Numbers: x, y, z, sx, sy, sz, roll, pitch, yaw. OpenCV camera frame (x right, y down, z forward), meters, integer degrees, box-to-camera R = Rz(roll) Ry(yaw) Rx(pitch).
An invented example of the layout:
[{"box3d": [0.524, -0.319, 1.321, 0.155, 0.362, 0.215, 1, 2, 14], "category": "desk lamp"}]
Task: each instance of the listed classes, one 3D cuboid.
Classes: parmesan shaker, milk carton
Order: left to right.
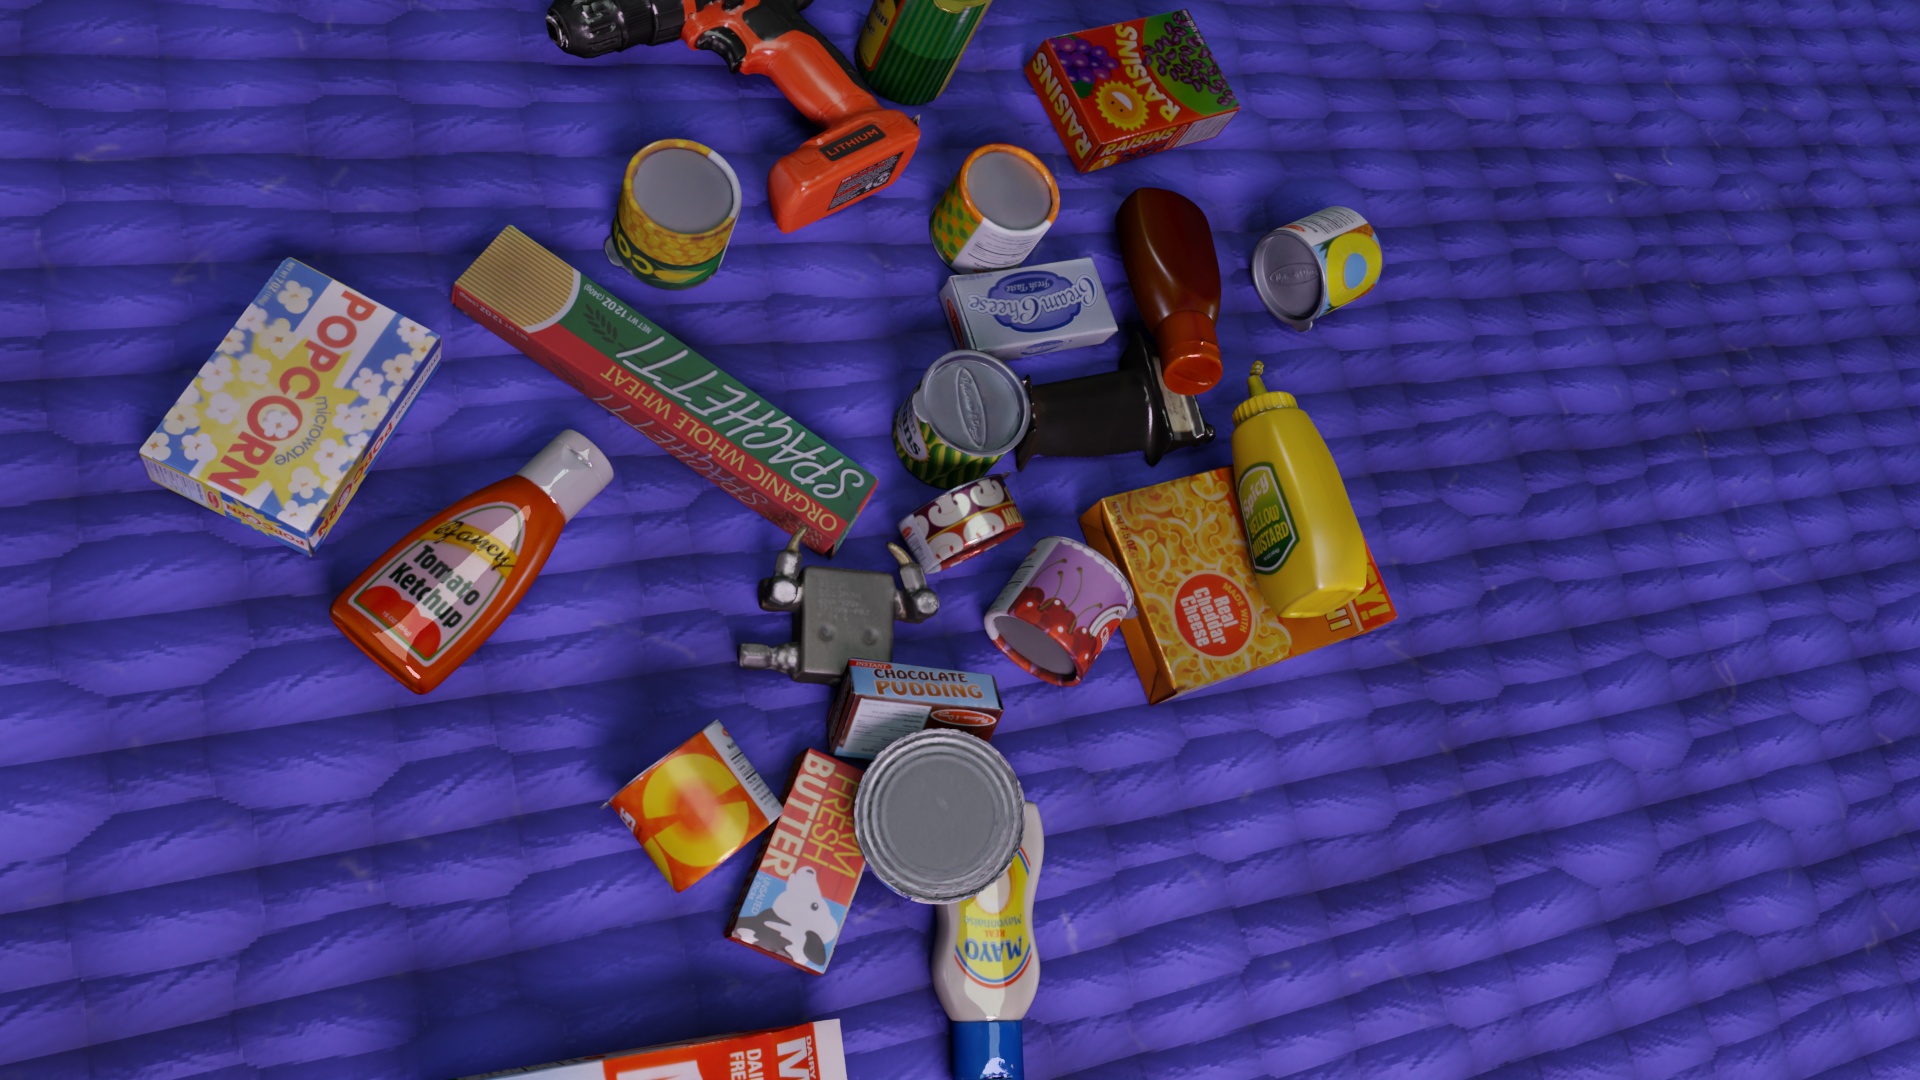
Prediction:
[{"box3d": [-0.142, 0.267, 0.627, 0.191, 0.073, 0.072, -3, 73, -22], "category": "milk carton"}, {"box3d": [-0.022, -0.325, 0.865, 0.071, 0.102, 0.071, 7, 69, -18], "category": "parmesan shaker"}]

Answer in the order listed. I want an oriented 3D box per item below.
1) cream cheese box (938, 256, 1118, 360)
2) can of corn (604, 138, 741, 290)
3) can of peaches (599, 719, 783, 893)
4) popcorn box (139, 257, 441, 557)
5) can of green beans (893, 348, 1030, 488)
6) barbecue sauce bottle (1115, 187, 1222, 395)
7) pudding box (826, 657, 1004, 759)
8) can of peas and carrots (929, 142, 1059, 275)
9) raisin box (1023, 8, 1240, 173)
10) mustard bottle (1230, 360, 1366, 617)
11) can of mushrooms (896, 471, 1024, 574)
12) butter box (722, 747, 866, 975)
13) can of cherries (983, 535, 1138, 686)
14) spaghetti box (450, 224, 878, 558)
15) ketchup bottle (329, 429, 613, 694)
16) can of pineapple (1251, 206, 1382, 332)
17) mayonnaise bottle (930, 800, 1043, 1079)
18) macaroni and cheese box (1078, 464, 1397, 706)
[{"box3d": [0.043, -0.144, 0.869, 0.104, 0.024, 0.053, -13, 77, -24], "category": "cream cheese box"}, {"box3d": [-0.164, -0.184, 0.787, 0.071, 0.058, 0.071, 7, 69, -18], "category": "can of corn"}, {"box3d": [-0.131, 0.132, 0.684, 0.071, 0.071, 0.058, -37, 88, -27], "category": "can of peaches"}, {"box3d": [-0.330, -0.068, 0.695, 0.085, 0.038, 0.127, 28, 64, -10], "category": "popcorn box"}, {"box3d": [-0.001, -0.070, 0.808, 0.071, 0.057, 0.071, 7, 70, -18], "category": "can of green beans"}, {"box3d": [0.136, -0.157, 0.873, 0.065, 0.043, 0.149, 17, 48, -24], "category": "barbecue sauce bottle"}, {"box3d": [-0.025, 0.094, 0.743, 0.084, 0.049, 0.030, 9, 36, -17], "category": "pudding box"}, {"box3d": [0.020, -0.206, 0.863, 0.071, 0.058, 0.071, 7, 70, -19], "category": "can of peas and carrots"}, {"box3d": [0.117, -0.307, 0.947, 0.124, 0.040, 0.086, -22, 81, -27], "category": "raisin box"}, {"box3d": [0.191, -0.036, 0.822, 0.049, 0.065, 0.161, -1, 65, -24], "category": "mustard bottle"}, {"box3d": [0.003, -0.010, 0.782, 0.071, 0.070, 0.033, -23, 82, -26], "category": "can of mushrooms"}, {"box3d": [-0.077, 0.164, 0.715, 0.053, 0.024, 0.104, 26, 65, -11], "category": "butter box"}, {"box3d": [0.057, 0.042, 0.785, 0.071, 0.071, 0.058, 39, 63, -4], "category": "can of cherries"}, {"box3d": [-0.160, -0.081, 0.768, 0.250, 0.028, 0.050, 35, 64, -6], "category": "spaghetti box"}, {"box3d": [-0.239, 0.005, 0.701, 0.065, 0.043, 0.149, 41, 62, -3], "category": "ketchup bottle"}, {"box3d": [0.240, -0.184, 0.935, 0.058, 0.070, 0.071, -26, 82, -26], "category": "can of pineapple"}, {"box3d": [0.013, 0.211, 0.723, 0.065, 0.041, 0.148, 3, 70, -14], "category": "mayonnaise bottle"}, {"box3d": [0.170, 0.017, 0.851, 0.167, 0.040, 0.124, -14, 77, -24], "category": "macaroni and cheese box"}]
